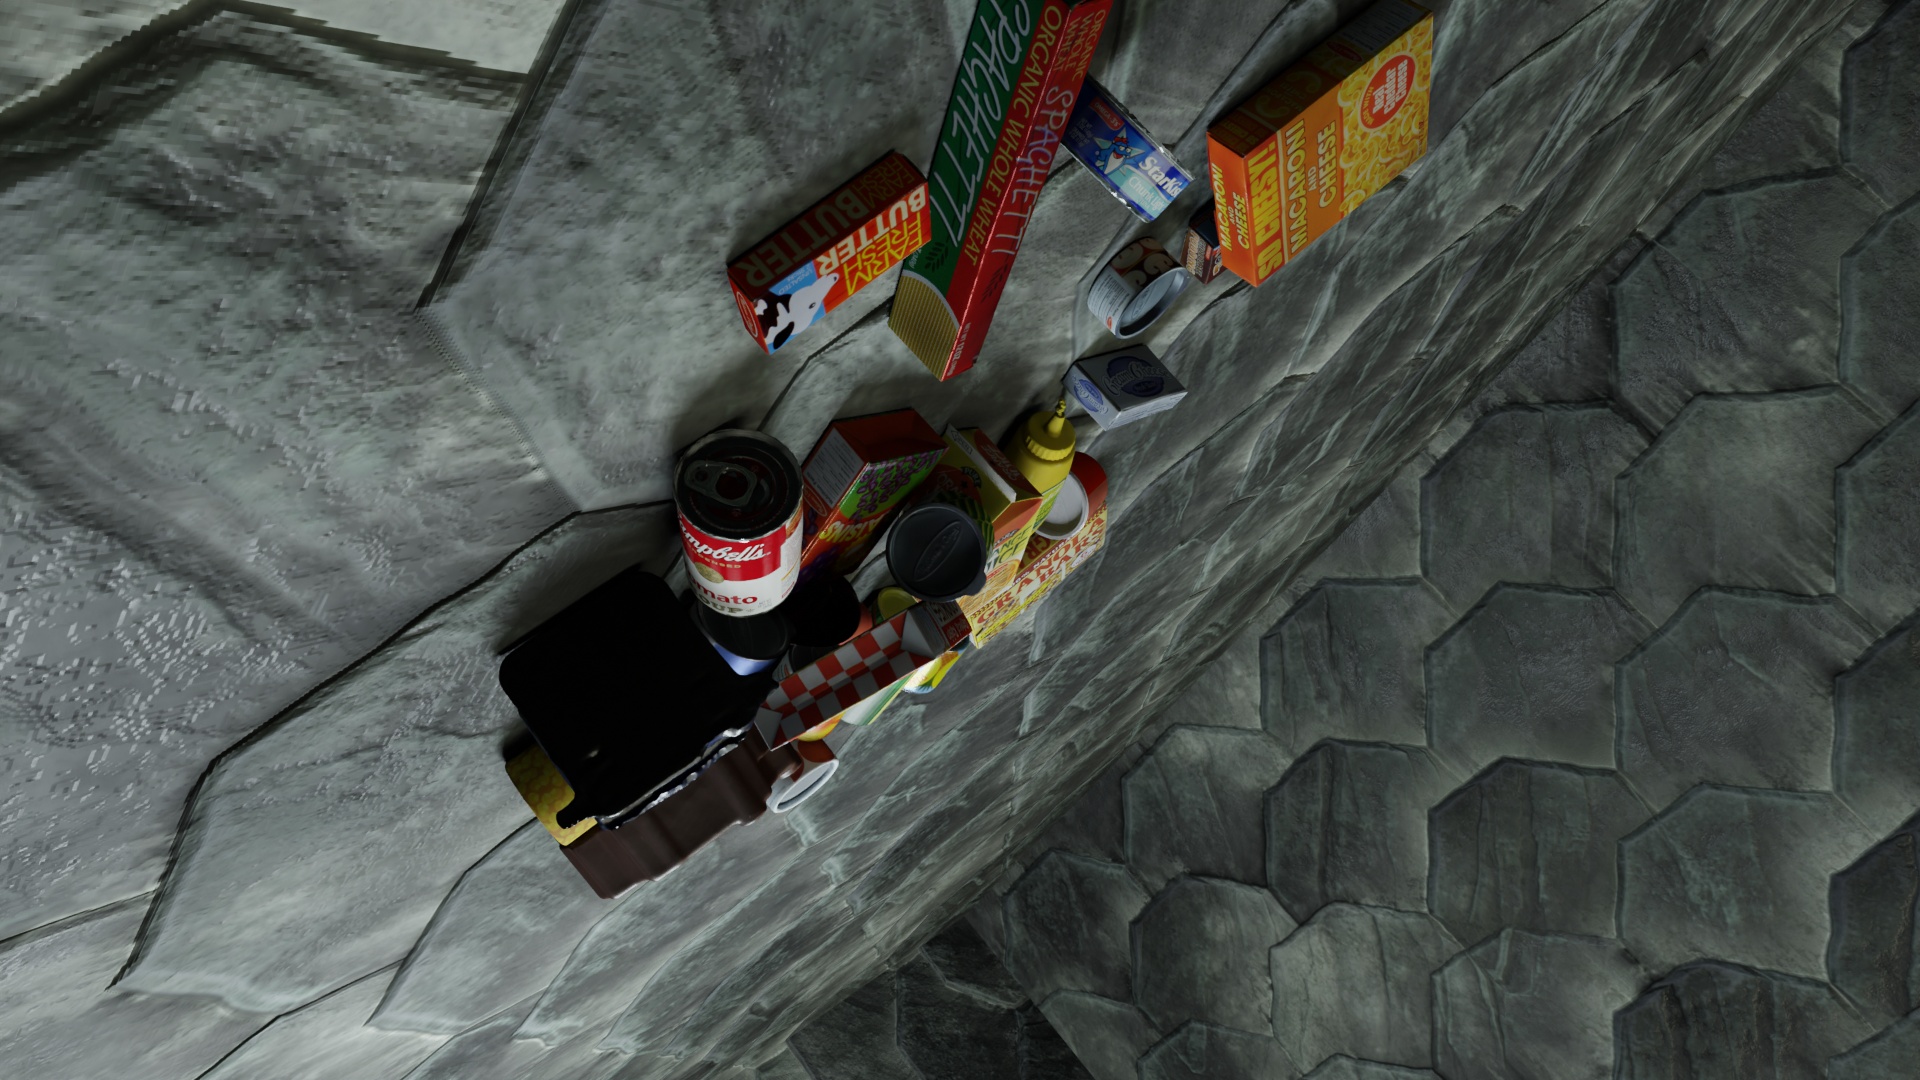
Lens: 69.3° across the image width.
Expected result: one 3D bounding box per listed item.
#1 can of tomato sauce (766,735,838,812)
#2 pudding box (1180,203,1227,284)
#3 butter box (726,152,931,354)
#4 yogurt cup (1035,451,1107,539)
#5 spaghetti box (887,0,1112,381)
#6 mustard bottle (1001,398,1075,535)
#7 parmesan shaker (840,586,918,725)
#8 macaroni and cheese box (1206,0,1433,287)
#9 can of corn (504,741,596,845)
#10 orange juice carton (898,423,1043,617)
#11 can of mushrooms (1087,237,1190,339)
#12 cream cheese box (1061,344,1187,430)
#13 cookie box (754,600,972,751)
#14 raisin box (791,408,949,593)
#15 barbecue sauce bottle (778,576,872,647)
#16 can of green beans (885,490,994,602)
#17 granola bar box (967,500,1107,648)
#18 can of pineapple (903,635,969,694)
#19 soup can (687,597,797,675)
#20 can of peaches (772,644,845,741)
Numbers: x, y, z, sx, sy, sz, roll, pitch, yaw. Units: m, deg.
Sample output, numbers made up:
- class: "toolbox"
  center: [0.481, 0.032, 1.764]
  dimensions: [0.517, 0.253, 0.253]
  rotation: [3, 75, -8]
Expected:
- class: "can of tomato sauce"
  center: [-0.146, 0.165, 1.114]
  dimensions: [0.071, 0.083, 0.071]
  rotation: [-37, 162, -14]
- class: "pudding box"
  center: [0.200, -0.228, 1.000]
  dimensions: [0.084, 0.030, 0.049]
  rotation: [-38, 161, -14]
- class: "butter box"
  center: [-0.061, -0.137, 0.663]
  dimensions: [0.104, 0.024, 0.053]
  rotation: [-38, 163, -11]
- class: "yogurt cup"
  center: [0.087, -0.041, 1.158]
  dimensions: [0.054, 0.072, 0.072]
  rotation: [-34, 163, -51]
- class: "spaghetti box"
  center: [0.012, -0.176, 0.681]
  dimensions: [0.029, 0.050, 0.248]
  rotation: [-32, 161, -31]
- class: "mustard bottle"
  center: [0.055, -0.055, 1.076]
  dimensions: [0.065, 0.049, 0.159]
  rotation: [-34, 162, -33]
- class: "parmesan shaker"
  center: [-0.069, 0.098, 1.145]
  dimensions: [0.102, 0.071, 0.071]
  rotation: [-50, 161, 26]
- class: "macaroni and cheese box"
  center: [0.242, -0.266, 0.931]
  dimensions: [0.167, 0.040, 0.123]
  rotation: [-38, 146, -10]
- class: "can of corn"
  center: [-0.247, 0.152, 0.886]
  dimensions: [0.058, 0.071, 0.071]
  rotation: [-37, 162, -15]
- class: "orange juice carton"
  center: [0.004, -0.013, 1.027]
  dimensions: [0.073, 0.072, 0.191]
  rotation: [-35, 162, -22]
- class: "can of mushrooms"
  center: [0.123, -0.174, 0.959]
  dimensions: [0.071, 0.033, 0.070]
  rotation: [-37, 162, -14]
- class: "cream cheese box"
  center: [0.128, -0.119, 1.071]
  dimensions: [0.104, 0.053, 0.024]
  rotation: [-21, 155, -49]
- class: "cookie box"
  center: [-0.064, 0.083, 0.945]
  dimensions: [0.123, 0.040, 0.167]
  rotation: [-30, 178, 8]
- class: "raisin box"
  center: [-0.073, -0.024, 0.887]
  dimensions: [0.086, 0.040, 0.123]
  rotation: [-18, 152, -55]
- class: "barbecue sauce bottle"
  center: [-0.101, 0.051, 1.004]
  dimensions: [0.065, 0.044, 0.148]
  rotation: [-32, 164, 5]
- class: "can of green beans"
  center: [-0.012, 0.003, 0.922]
  dimensions: [0.071, 0.071, 0.058]
  rotation: [-46, -178, 12]
- class: "granola bar box"
  center: [0.064, 0.023, 1.305]
  dimensions: [0.166, 0.039, 0.124]
  rotation: [-39, 163, -9]
- class: "can of pineapple"
  center: [-0.034, 0.091, 1.208]
  dimensions: [0.071, 0.071, 0.057]
  rotation: [-18, 150, -53]
- class: "soup can"
  center: [-0.157, 0.078, 0.903]
  dimensions: [0.071, 0.071, 0.083]
  rotation: [-17, 151, -54]
- class: "can of peaches"
  center: [-0.114, 0.115, 1.090]
  dimensions: [0.071, 0.071, 0.057]
  rotation: [-21, 154, -49]
